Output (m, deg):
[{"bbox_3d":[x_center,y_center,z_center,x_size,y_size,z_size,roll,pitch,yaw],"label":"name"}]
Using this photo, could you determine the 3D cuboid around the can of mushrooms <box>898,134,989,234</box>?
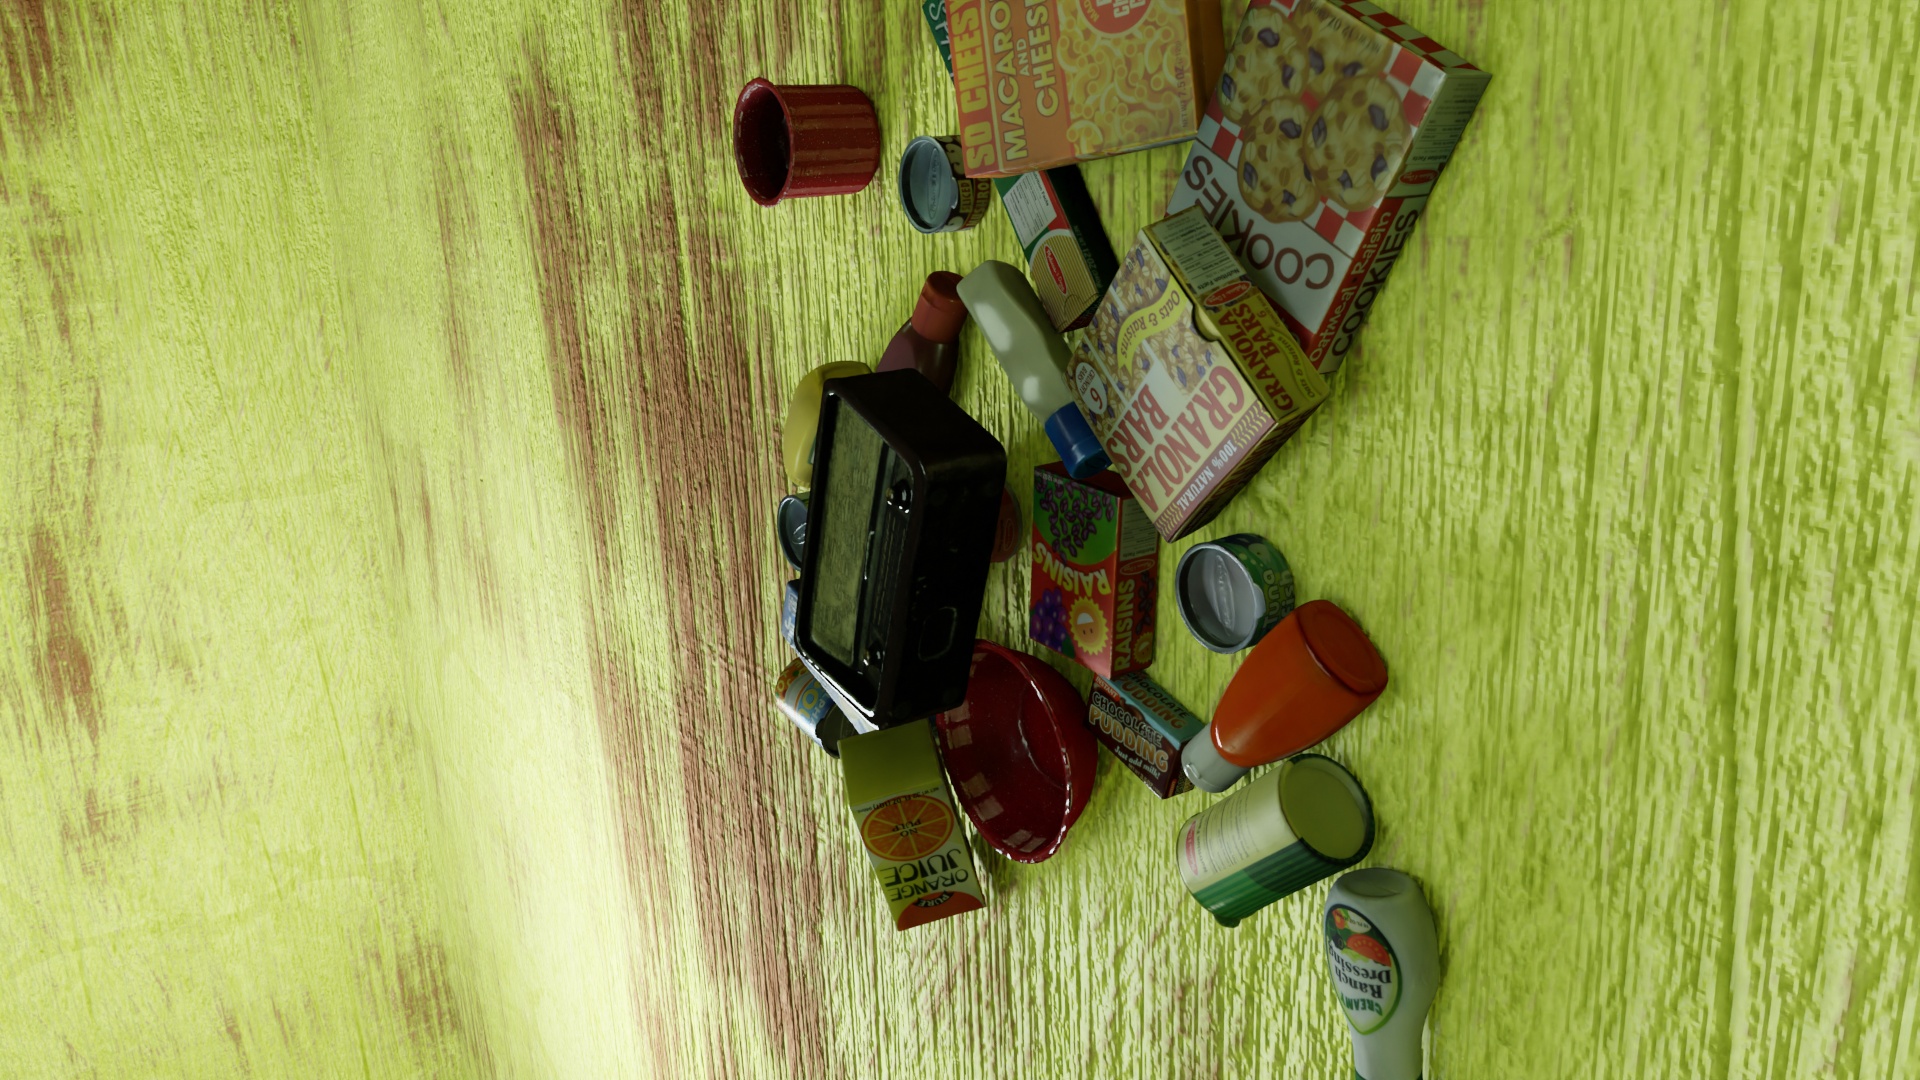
[{"bbox_3d":[-0.010,-0.244,0.954,0.071,0.033,0.070,23,119,50],"label":"can of mushrooms"}]

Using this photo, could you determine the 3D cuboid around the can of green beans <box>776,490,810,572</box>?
[{"bbox_3d":[-0.112,-0.011,1.160,0.071,0.058,0.071,24,120,50],"label":"can of green beans"}]

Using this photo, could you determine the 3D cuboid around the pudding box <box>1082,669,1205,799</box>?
[{"bbox_3d":[0.119,0.120,0.895,0.084,0.030,0.049,42,132,40],"label":"pudding box"}]

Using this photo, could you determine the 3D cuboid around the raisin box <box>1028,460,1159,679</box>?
[{"bbox_3d":[0.086,0.017,0.900,0.086,0.040,0.123,23,118,49],"label":"raisin box"}]

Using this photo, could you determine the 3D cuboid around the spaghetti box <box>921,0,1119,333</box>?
[{"bbox_3d":[0.038,-0.255,0.884,0.050,0.029,0.250,-37,71,54],"label":"spaghetti box"}]

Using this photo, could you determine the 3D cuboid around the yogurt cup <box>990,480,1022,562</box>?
[{"bbox_3d":[0.004,-0.012,0.995,0.072,0.054,0.072,24,121,49],"label":"yogurt cup"}]

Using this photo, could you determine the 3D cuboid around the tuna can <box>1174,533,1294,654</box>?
[{"bbox_3d":[0.160,0.030,0.801,0.071,0.033,0.070,24,121,50],"label":"tuna can"}]

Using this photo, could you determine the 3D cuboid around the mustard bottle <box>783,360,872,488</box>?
[{"bbox_3d":[-0.113,-0.084,1.136,0.049,0.065,0.159,67,151,23],"label":"mustard bottle"}]

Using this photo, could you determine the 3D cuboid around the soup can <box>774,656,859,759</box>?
[{"bbox_3d":[-0.116,0.142,1.206,0.084,0.071,0.071,29,124,48],"label":"soup can"}]

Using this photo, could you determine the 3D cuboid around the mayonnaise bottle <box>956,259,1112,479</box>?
[{"bbox_3d":[0.052,-0.108,0.882,0.041,0.065,0.148,-36,67,21],"label":"mayonnaise bottle"}]

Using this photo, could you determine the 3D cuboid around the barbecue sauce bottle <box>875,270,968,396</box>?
[{"bbox_3d":[-0.030,-0.128,1.014,0.065,0.044,0.147,55,140,29],"label":"barbecue sauce bottle"}]

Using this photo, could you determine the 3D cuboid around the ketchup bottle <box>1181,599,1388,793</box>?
[{"bbox_3d":[0.176,0.097,0.791,0.065,0.044,0.148,56,142,20],"label":"ketchup bottle"}]

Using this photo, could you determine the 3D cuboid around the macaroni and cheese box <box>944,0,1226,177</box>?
[{"bbox_3d":[0.069,-0.280,0.793,0.166,0.040,0.123,2,103,43],"label":"macaroni and cheese box"}]

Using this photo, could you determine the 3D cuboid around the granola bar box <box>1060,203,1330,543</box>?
[{"bbox_3d":[0.121,-0.085,0.763,0.124,0.039,0.165,59,159,14],"label":"granola bar box"}]

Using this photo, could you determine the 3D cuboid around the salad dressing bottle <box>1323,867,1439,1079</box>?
[{"bbox_3d":[0.233,0.257,0.763,0.064,0.044,0.147,7,107,56],"label":"salad dressing bottle"}]

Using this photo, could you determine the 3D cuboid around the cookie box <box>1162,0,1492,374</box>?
[{"bbox_3d":[0.174,-0.185,0.703,0.123,0.040,0.166,50,137,34],"label":"cookie box"}]

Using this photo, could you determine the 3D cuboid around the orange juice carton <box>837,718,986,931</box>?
[{"bbox_3d":[-0.032,0.232,1.066,0.073,0.072,0.191,-108,2,-53],"label":"orange juice carton"}]

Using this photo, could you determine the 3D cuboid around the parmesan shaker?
[{"bbox_3d":[0.179,0.172,0.791,0.102,0.071,0.071,-48,62,50],"label":"parmesan shaker"}]
